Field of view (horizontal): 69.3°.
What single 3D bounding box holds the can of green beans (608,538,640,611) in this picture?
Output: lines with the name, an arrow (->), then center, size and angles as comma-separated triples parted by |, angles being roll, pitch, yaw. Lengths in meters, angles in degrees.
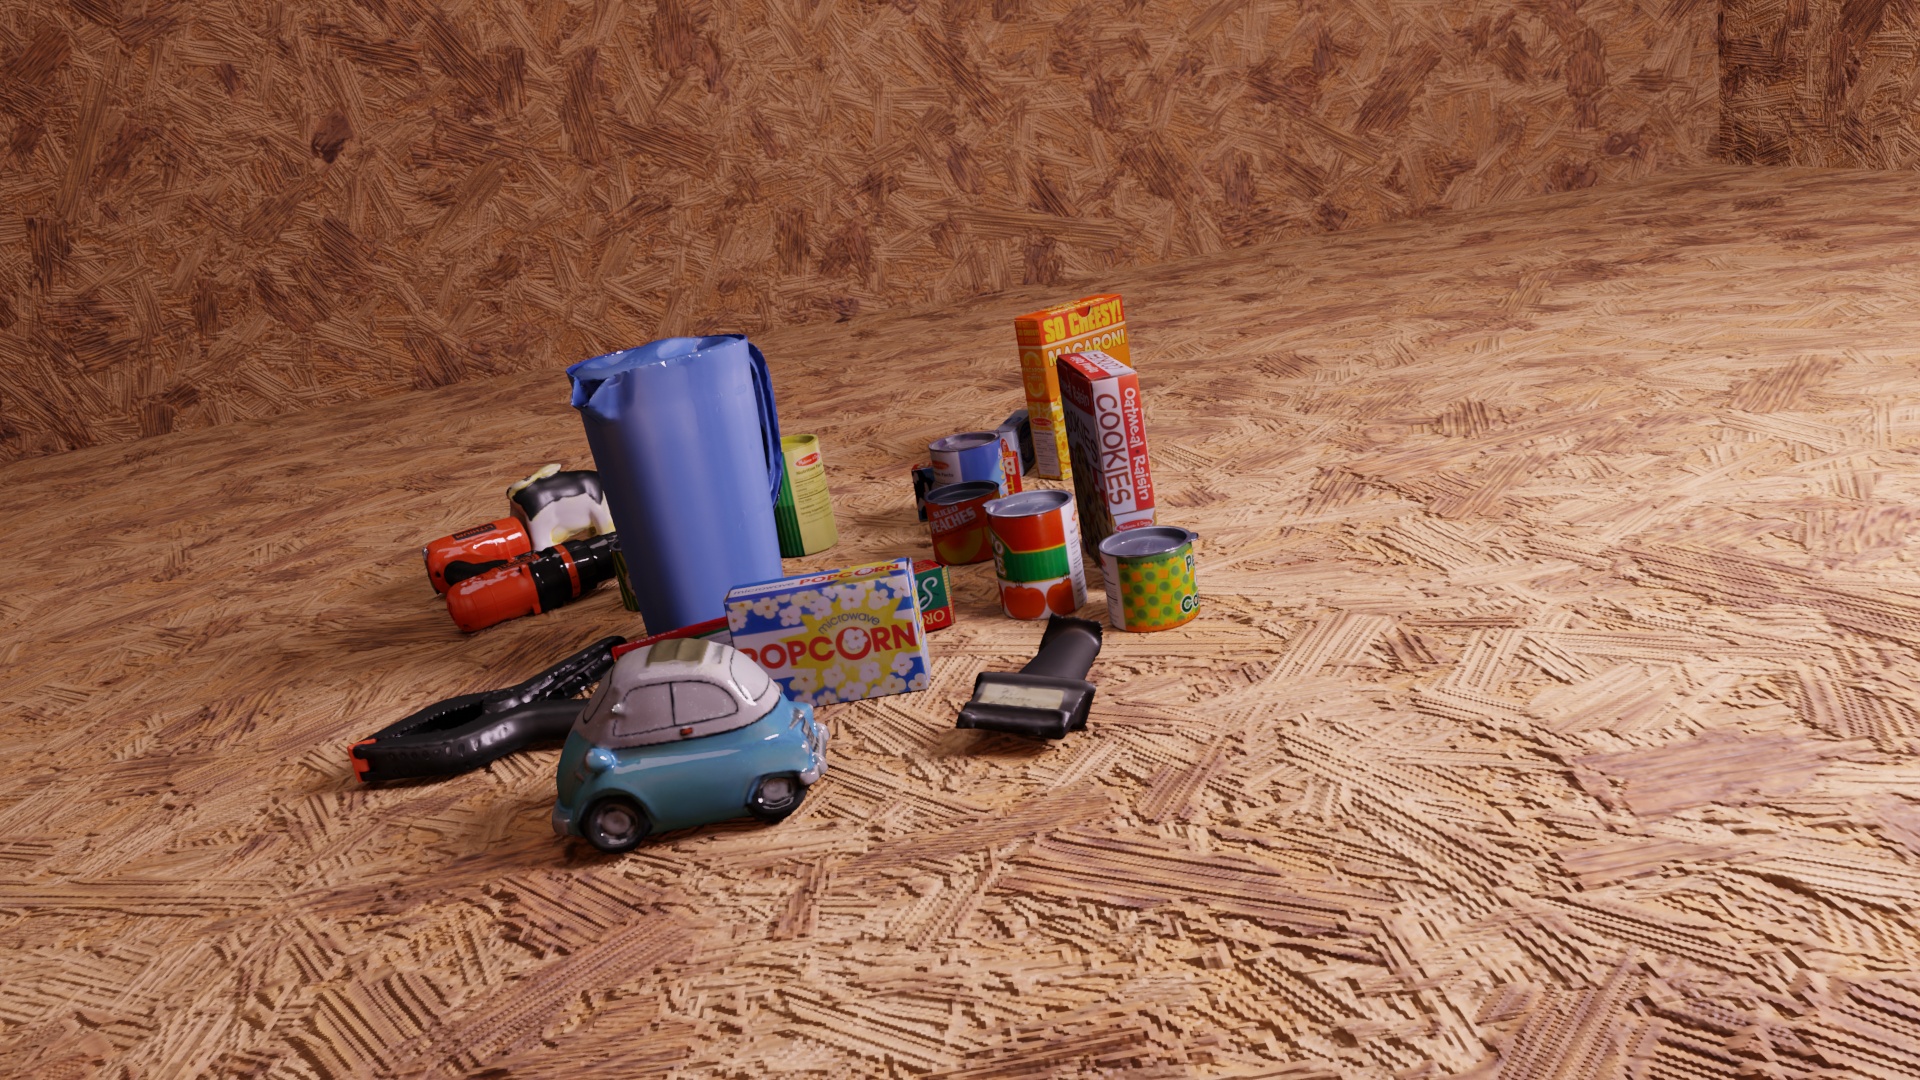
can of green beans -> -0.272, 0.025, 1.229 | 0.071, 0.057, 0.071 | -9, 16, 3

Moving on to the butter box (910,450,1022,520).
butter box -> 0.008, -0.052, 1.333 | 0.103, 0.053, 0.024 | -8, 16, 7

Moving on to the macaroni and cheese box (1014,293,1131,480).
macaroni and cheese box -> 0.123, -0.158, 1.421 | 0.124, 0.166, 0.040 | -22, 20, -37

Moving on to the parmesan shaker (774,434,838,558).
parmesan shaker -> -0.159, -0.041, 1.304 | 0.071, 0.102, 0.071 | -9, 16, 3

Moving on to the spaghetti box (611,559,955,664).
spaghetti box -> -0.124, 0.069, 1.009 | 0.251, 0.050, 0.029 | -16, 17, -19

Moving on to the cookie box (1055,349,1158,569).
cookie box -> 0.115, -0.059, 1.092 | 0.040, 0.167, 0.123 | -12, 16, -5

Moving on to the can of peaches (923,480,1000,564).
can of peaches -> 0.004, -0.015, 1.202 | 0.071, 0.058, 0.071 | -9, 16, 3

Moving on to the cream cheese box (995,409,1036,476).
cream cheese box -> 0.060, -0.102, 1.468 | 0.024, 0.053, 0.104 | -4, 17, 19

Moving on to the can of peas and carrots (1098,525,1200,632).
can of peas and carrots -> 0.137, 0.026, 0.987 | 0.071, 0.058, 0.071 | -9, 16, 3

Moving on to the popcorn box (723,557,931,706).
popcorn box -> -0.089, 0.065, 0.941 | 0.127, 0.085, 0.038 | -9, 16, 2

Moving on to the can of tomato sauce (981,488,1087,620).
can of tomato sauce -> 0.056, 0.010, 1.045 | 0.071, 0.082, 0.071 | -9, 16, 3

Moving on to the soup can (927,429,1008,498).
soup can -> 0.012, -0.053, 1.279 | 0.071, 0.083, 0.071 | -9, 16, 3
